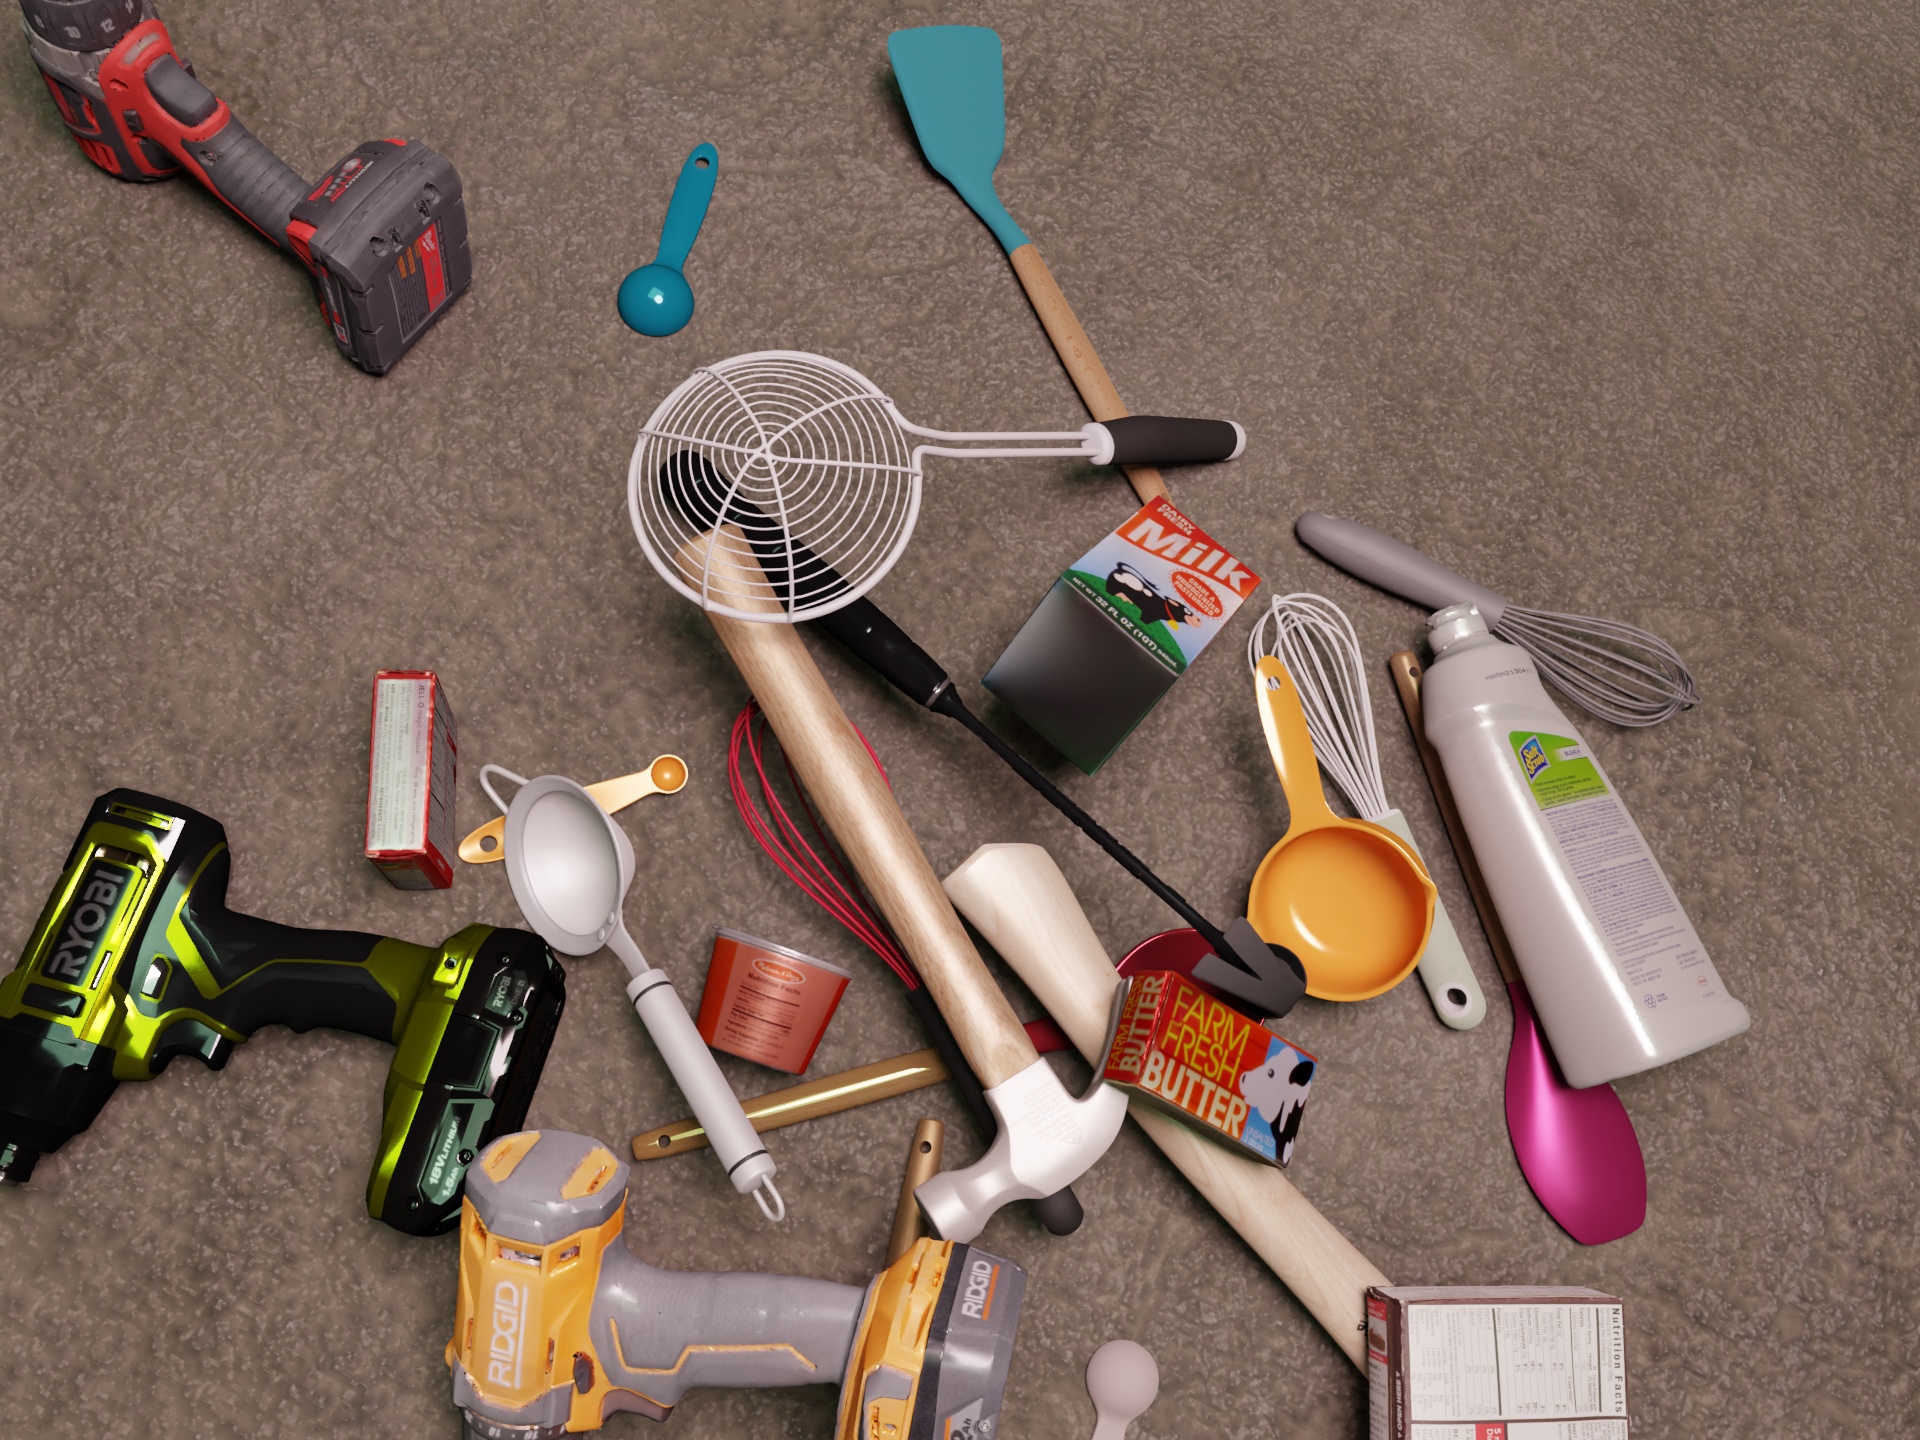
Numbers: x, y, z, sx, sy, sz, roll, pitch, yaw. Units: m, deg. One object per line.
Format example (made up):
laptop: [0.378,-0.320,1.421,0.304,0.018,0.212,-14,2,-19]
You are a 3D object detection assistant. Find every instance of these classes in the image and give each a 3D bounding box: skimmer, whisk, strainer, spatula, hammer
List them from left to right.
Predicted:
strainer: [-0.144,0.116,0.722,0.050,0.086,0.259,-5,51,-47]
hammer: [-0.033,0.056,0.712,0.130,0.031,0.331,-28,82,-14]
whisk: [-0.026,0.107,0.746,0.073,0.073,0.296,-28,77,-16]
hammer: [-0.001,-0.002,0.762,0.409,0.149,0.036,41,91,18]
skimmer: [0.009,-0.123,0.792,0.363,0.090,0.127,-11,74,-45]
spatula: [0.050,-0.251,0.900,0.082,0.044,0.318,-19,77,-35]
hammer: [0.129,0.227,0.741,0.146,0.038,0.410,-41,89,-17]
whisk: [0.216,0.045,0.834,0.058,0.059,0.246,-26,80,22]
whisk: [0.296,-0.060,0.880,0.239,0.055,0.055,26,70,5]

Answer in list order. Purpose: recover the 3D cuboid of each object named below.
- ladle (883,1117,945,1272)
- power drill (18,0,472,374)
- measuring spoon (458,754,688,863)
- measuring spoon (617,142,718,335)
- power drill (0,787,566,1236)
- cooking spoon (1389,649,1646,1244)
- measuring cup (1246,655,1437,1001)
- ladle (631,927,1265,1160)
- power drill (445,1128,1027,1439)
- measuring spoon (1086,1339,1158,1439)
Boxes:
ladle: [-0.045,0.332,0.691,0.078,0.062,0.320,9,68,8]
power drill: [-0.357,-0.292,0.775,0.226,0.188,0.080,35,69,-1]
measuring spoon: [-0.190,0.045,0.785,0.117,0.011,0.021,-22,87,-12]
measuring spoon: [-0.157,-0.274,0.884,0.042,0.021,0.129,15,72,-4]
power drill: [-0.304,0.141,0.702,0.223,0.080,0.171,16,71,0]
cooking spoon: [0.285,0.111,0.834,0.068,0.017,0.319,-12,75,-15]
measuring cup: [0.181,0.051,0.797,0.095,0.052,0.174,-17,84,21]
ladle: [-0.001,0.165,0.767,0.315,0.031,0.069,-13,75,-11]
power drill: [-0.099,0.276,0.644,0.226,0.084,0.185,12,106,6]
measuring spoon: [0.064,0.347,0.722,0.034,0.018,0.124,18,71,-3]
